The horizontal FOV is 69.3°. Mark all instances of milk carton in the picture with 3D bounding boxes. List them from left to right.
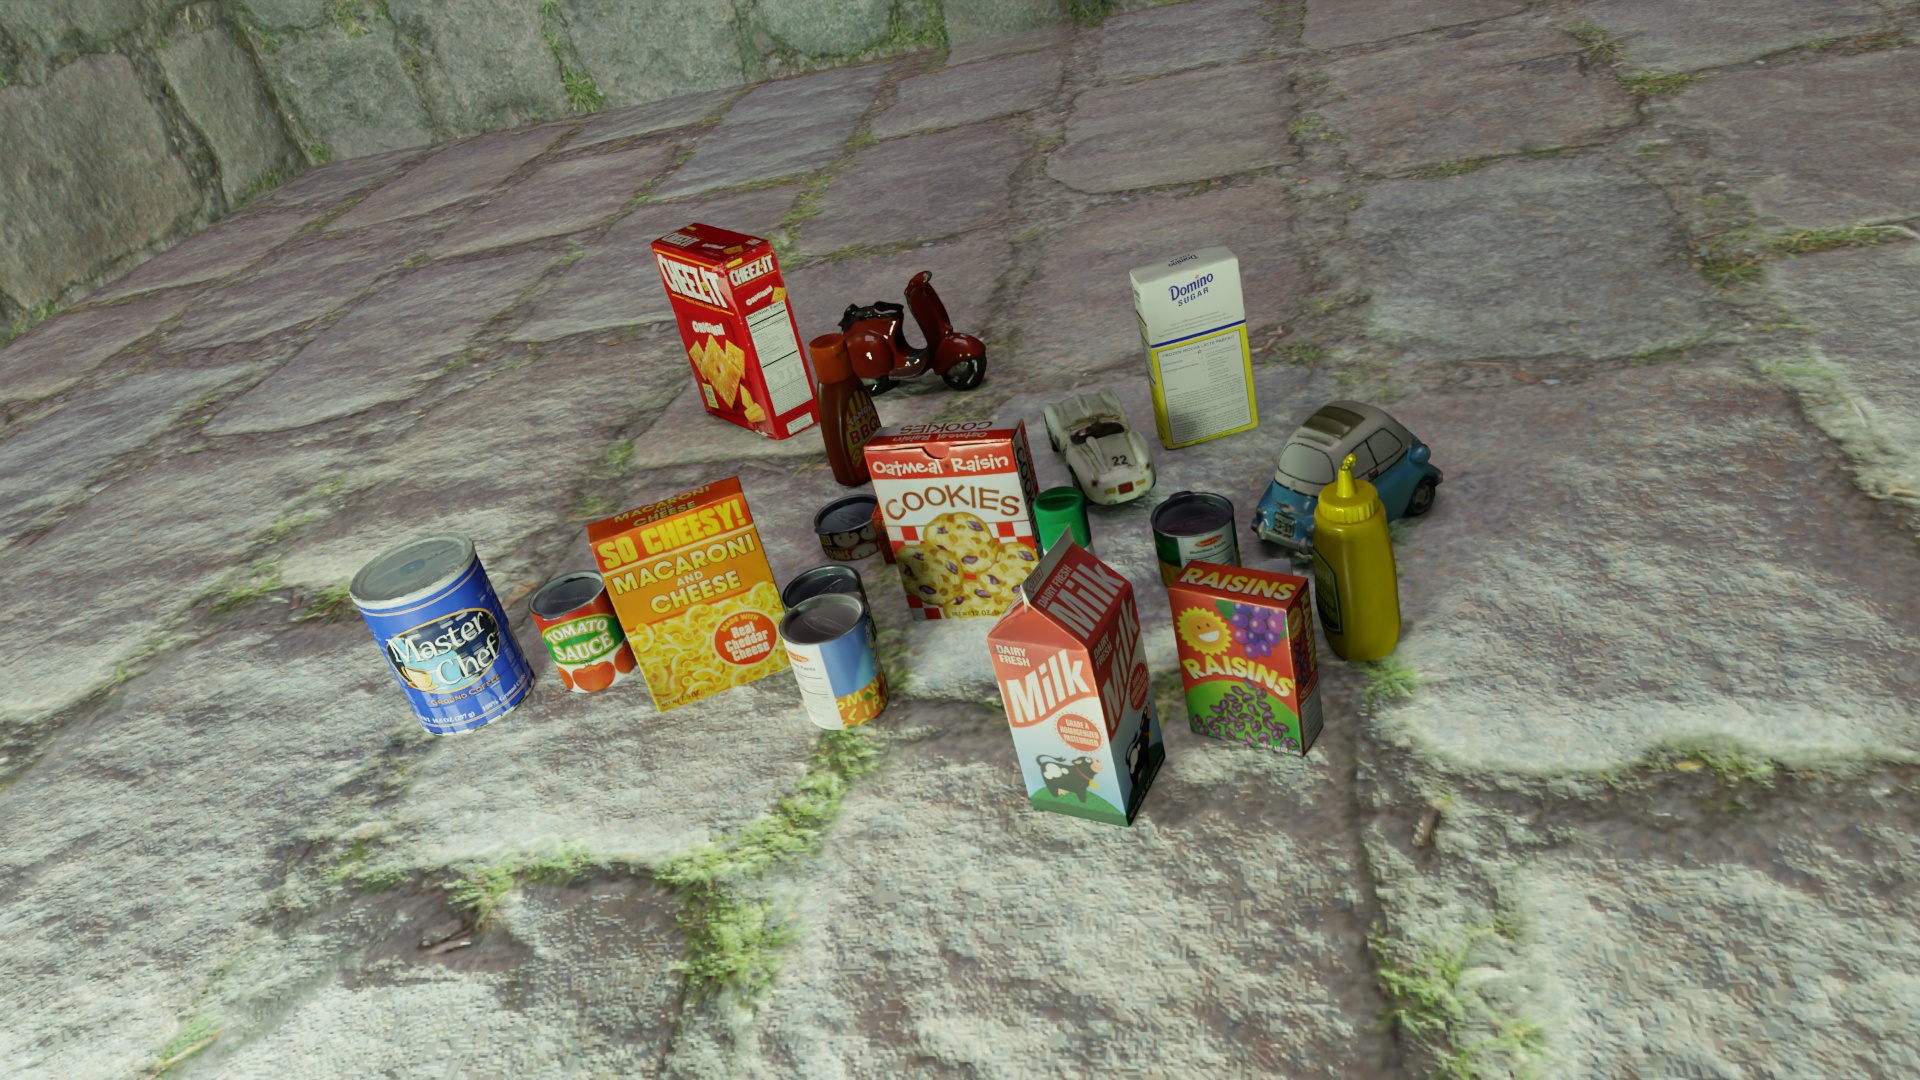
[{"bbox_3d":[0.073,0.087,0.892,0.073,0.189,0.073,5,36,30],"label":"milk carton"}]

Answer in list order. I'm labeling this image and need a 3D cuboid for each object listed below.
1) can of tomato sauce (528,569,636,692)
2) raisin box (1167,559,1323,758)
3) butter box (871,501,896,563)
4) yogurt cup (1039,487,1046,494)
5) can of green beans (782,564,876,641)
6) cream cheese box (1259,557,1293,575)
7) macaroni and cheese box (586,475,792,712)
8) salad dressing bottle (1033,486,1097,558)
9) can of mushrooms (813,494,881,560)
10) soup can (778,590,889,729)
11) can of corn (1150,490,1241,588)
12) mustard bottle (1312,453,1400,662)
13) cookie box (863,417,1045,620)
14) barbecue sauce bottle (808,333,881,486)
[{"bbox_3d":[-0.319,0.078,1.176,0.071,0.082,0.071,-11,31,6],"label":"can of tomato sauce"},{"bbox_3d":[0.191,0.078,0.923,0.086,0.122,0.040,10,38,35],"label":"raisin box"},{"bbox_3d":[-0.053,-0.028,1.269,0.024,0.053,0.104,-5,32,16],"label":"butter box"},{"bbox_3d":[0.050,-0.008,1.192,0.072,0.053,0.073,-11,31,6],"label":"yogurt cup"},{"bbox_3d":[-0.106,0.062,1.139,0.071,0.057,0.071,-11,31,6],"label":"can of green beans"},{"bbox_3d":[0.234,0.062,0.999,0.024,0.053,0.104,-8,31,11],"label":"cream cheese box"},{"bbox_3d":[-0.210,0.043,1.106,0.124,0.165,0.040,-19,31,-8],"label":"macaroni and cheese box"},{"bbox_3d":[0.084,0.031,1.021,0.064,0.147,0.044,-7,31,13],"label":"salad dressing bottle"},{"bbox_3d":[-0.101,-0.011,1.281,0.071,0.033,0.071,-11,31,6],"label":"can of mushrooms"},{"bbox_3d":[-0.093,0.091,1.060,0.071,0.083,0.072,-11,31,6],"label":"soup can"},{"bbox_3d":[0.189,0.001,1.114,0.071,0.058,0.071,-11,31,6],"label":"can of corn"},{"bbox_3d":[0.272,0.008,0.968,0.049,0.159,0.065,-17,30,-4],"label":"mustard bottle"},{"bbox_3d":[0.004,-0.014,1.109,0.123,0.166,0.040,-2,32,20],"label":"cookie box"},{"bbox_3d":[-0.113,-0.130,1.369,0.043,0.147,0.065,11,39,37],"label":"barbecue sauce bottle"}]
